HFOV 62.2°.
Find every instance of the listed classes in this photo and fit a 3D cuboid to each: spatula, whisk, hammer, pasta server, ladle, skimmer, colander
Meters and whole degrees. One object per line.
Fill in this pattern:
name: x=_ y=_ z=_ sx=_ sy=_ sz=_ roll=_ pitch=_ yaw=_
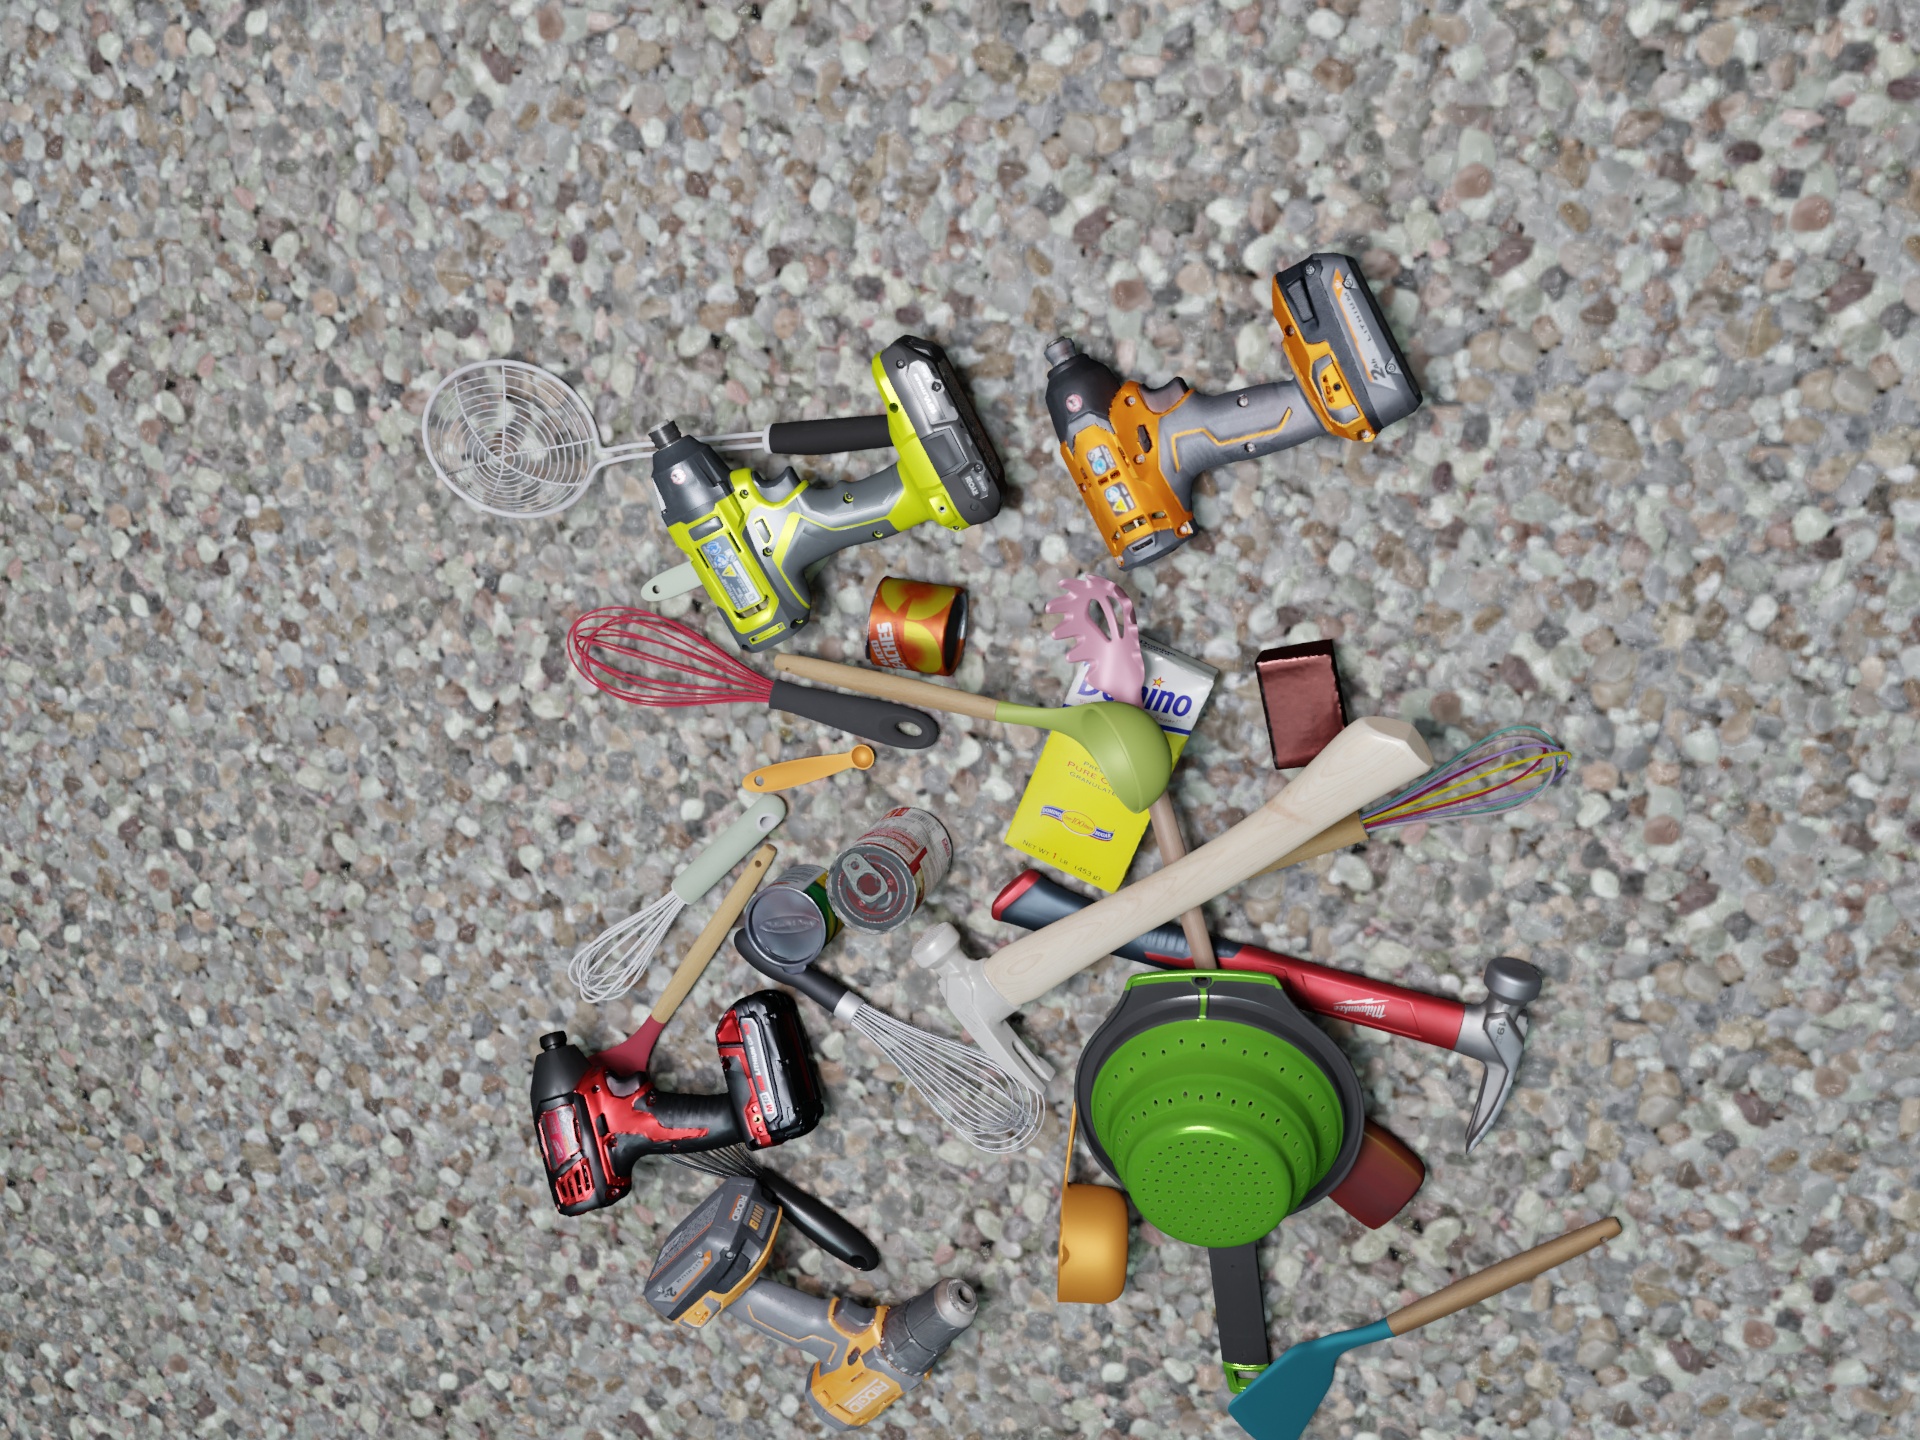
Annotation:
spatula: x=0.345 y=0.448 z=1.176 sx=0.317 sy=0.044 sz=0.082 roll=-34 pitch=117 yaw=18
whisk: x=-0.159 y=-0.026 z=1.202 sx=0.296 sy=0.073 sz=0.073 roll=15 pitch=107 yaw=6
hammer: x=0.207 y=0.196 z=1.158 sx=0.386 sy=0.038 sz=0.143 roll=14 pitch=108 yaw=12
hammer: x=0.149 y=0.125 z=1.090 sx=0.410 sy=0.038 sz=0.146 roll=-36 pitch=96 yaw=33
pasta server: x=0.130 y=0.047 z=1.098 sx=0.060 sy=0.040 sz=0.316 roll=-10 pitch=104 yaw=32
whisk: x=0.298 y=0.062 z=1.099 sx=0.245 sy=0.047 sz=0.051 roll=-23 pitch=97 yaw=23
whisk: x=-0.167 y=0.380 z=1.305 sx=0.239 sy=0.055 sz=0.055 roll=35 pitch=110 yaw=1
ladle: x=-0.002 y=-0.004 z=1.101 sx=0.320 sy=0.062 sz=0.078 roll=13 pitch=140 yaw=27
skimmer: x=-0.205 y=-0.212 z=1.150 sx=0.363 sy=0.090 sz=0.127 roll=-2 pitch=70 yaw=14
whisk: x=-0.226 y=0.141 z=1.267 sx=0.246 sy=0.059 sz=0.057 roll=-43 pitch=126 yaw=17
colander: x=0.187 y=0.364 z=1.130 sx=0.204 sy=0.094 sz=0.396 roll=-3 pitch=116 yaw=15
whisk: x=-0.059 y=0.240 z=1.238 sx=0.285 sy=0.070 sz=0.070 roll=31 pitch=109 yaw=12
ladle: x=-0.235 y=0.223 z=1.296 sx=0.069 sy=0.031 sz=0.315 roll=36 pitch=108 yaw=4

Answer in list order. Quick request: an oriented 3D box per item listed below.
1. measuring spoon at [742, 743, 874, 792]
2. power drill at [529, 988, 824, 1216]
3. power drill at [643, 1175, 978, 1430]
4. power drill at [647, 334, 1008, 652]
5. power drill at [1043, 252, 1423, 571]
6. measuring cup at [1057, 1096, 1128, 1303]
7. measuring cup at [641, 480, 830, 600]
measuring spoon: x=-0.117 y=0.037 z=1.229 sx=0.117 sy=0.011 sz=0.021 roll=-14 pitch=98 yaw=22
power drill: x=-0.231 y=0.291 z=1.249 sx=0.219 sy=0.078 sz=0.143 roll=-19 pitch=79 yaw=6
power drill: x=-0.113 y=0.459 z=1.265 sx=0.226 sy=0.084 sz=0.185 roll=38 pitch=119 yaw=-11
power drill: x=-0.096 y=-0.167 z=1.101 sx=0.223 sy=0.080 sz=0.171 roll=-25 pitch=107 yaw=13
power drill: x=0.168 y=-0.218 z=1.050 sx=0.226 sy=0.084 sz=0.164 roll=-26 pitch=94 yaw=24
measuring cup: x=0.105 y=0.356 z=1.213 sx=0.052 sy=0.095 sz=0.174 roll=5 pitch=85 yaw=3
measuring cup: x=-0.175 y=-0.121 z=1.190 sx=0.167 sy=0.038 sz=0.083 roll=-21 pitch=97 yaw=17
